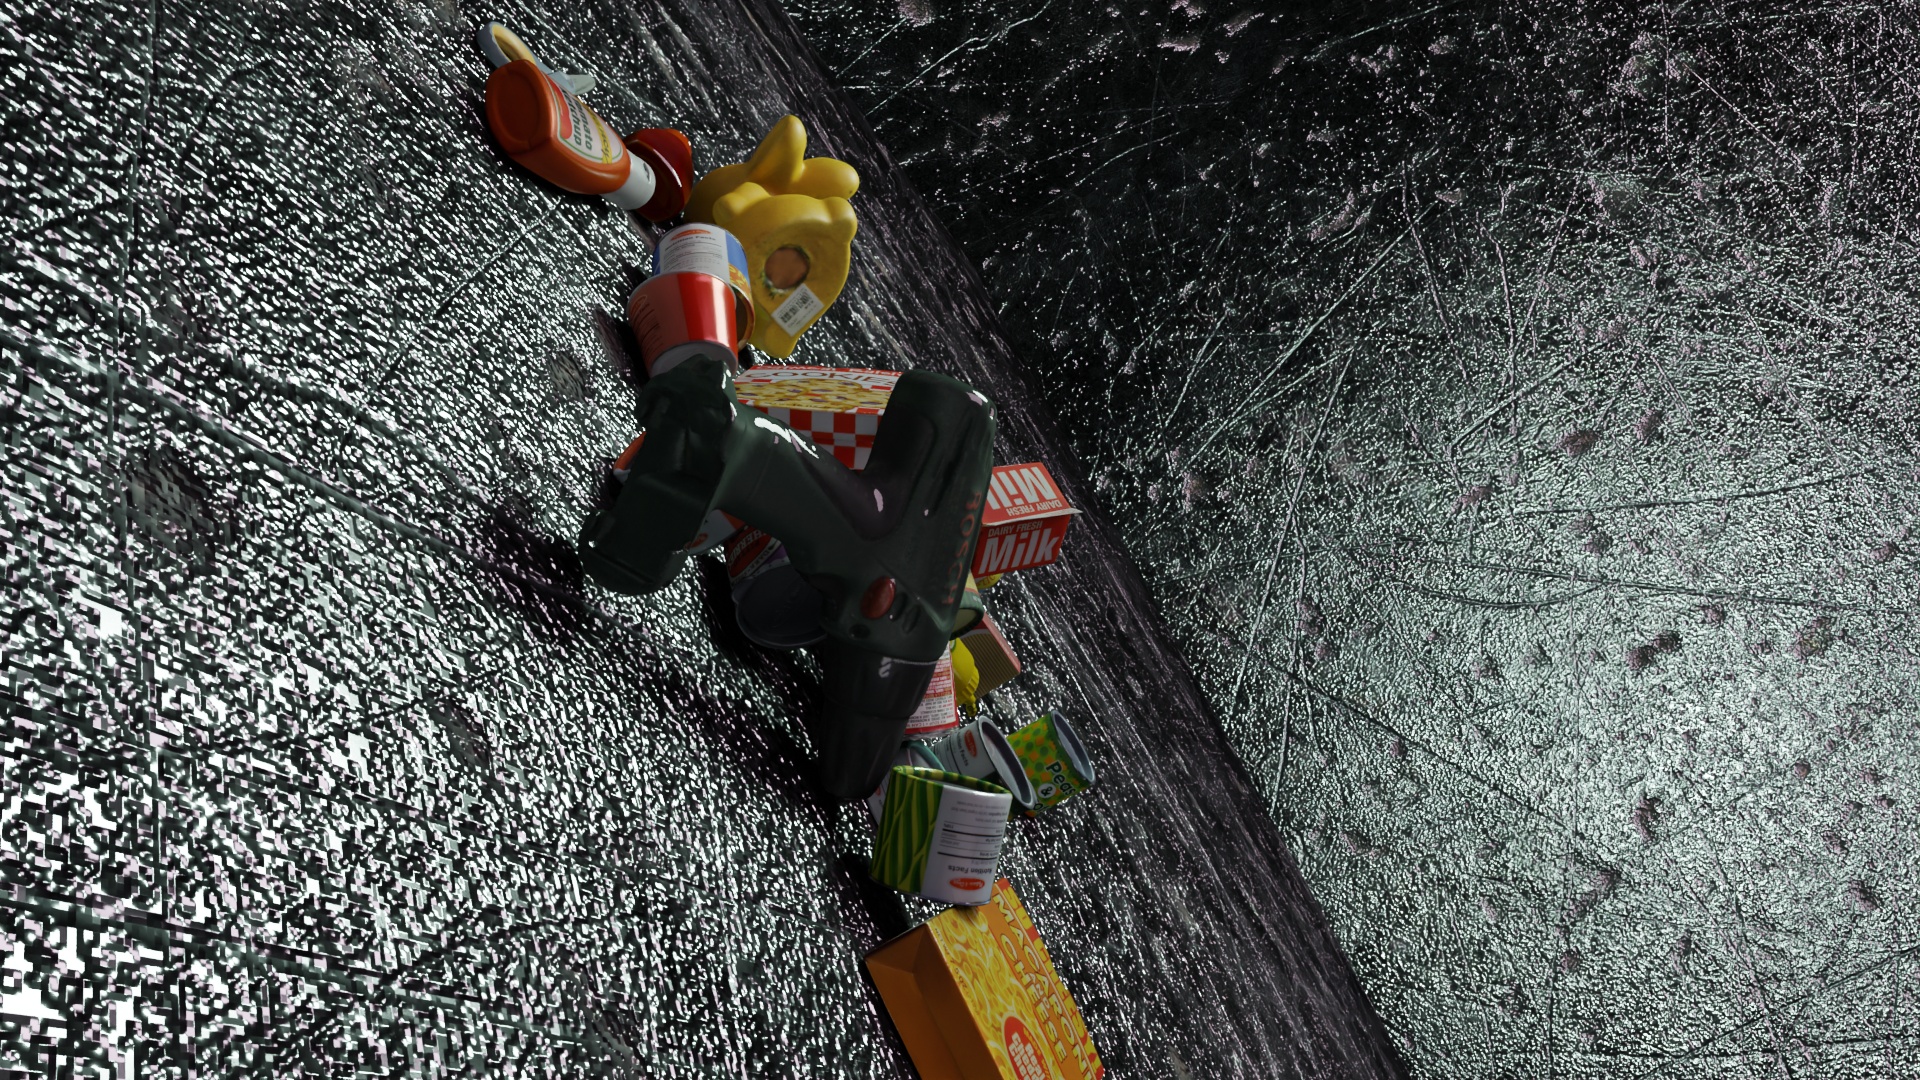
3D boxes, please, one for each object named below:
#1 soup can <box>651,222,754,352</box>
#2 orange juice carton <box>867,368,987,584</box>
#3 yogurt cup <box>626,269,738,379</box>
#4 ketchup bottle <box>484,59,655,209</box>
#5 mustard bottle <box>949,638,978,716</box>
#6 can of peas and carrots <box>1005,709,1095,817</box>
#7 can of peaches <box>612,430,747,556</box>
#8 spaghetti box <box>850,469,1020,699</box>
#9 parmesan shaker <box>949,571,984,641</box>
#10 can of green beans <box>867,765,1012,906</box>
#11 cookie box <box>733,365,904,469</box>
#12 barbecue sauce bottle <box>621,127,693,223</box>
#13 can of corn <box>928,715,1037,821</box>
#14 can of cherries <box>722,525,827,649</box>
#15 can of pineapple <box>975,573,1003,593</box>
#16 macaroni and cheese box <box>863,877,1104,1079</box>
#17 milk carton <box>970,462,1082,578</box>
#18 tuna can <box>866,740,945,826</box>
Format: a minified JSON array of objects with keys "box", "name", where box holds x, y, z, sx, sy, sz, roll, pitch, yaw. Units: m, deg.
[{"box":[-0.174,-0.165,0.940,0.071,0.071,0.084,51,13,-37],"name":"soup can"},{"box":[-0.052,-0.041,1.135,0.192,0.072,0.073,57,10,-9],"name":"orange juice carton"},{"box":[-0.169,-0.126,0.859,0.072,0.072,0.054,43,27,-57],"name":"yogurt cup"},{"box":[-0.249,-0.254,0.902,0.149,0.043,0.065,17,54,-75],"name":"ketchup bottle"},{"box":[-0.027,0.075,0.980,0.159,0.049,0.065,50,15,-37],"name":"mustard bottle"},{"box":[0.066,0.178,1.096,0.071,0.058,0.071,55,11,-17],"name":"can of peas and carrots"},{"box":[-0.138,-0.036,0.730,0.058,0.071,0.071,53,11,-24],"name":"can of peaches"},{"box":[-0.040,0.017,1.088,0.249,0.050,0.029,55,9,-15],"name":"spaghetti box"},{"box":[-0.030,0.013,0.896,0.071,0.071,0.103,37,31,-64],"name":"parmesan shaker"},{"box":[-0.010,0.154,0.729,0.071,0.071,0.058,23,79,-73],"name":"can of green beans"},{"box":[-0.094,-0.086,0.932,0.168,0.123,0.040,-79,173,-75],"name":"cookie box"},{"box":[-0.234,-0.291,1.079,0.064,0.043,0.149,55,10,-23],"name":"barbecue sauce bottle"},{"box":[0.007,0.156,0.882,0.071,0.058,0.071,56,10,-15],"name":"can of corn"},{"box":[-0.098,0.016,0.773,0.071,0.071,0.058,49,14,-43],"name":"can of cherries"},{"box":[0.004,0.009,1.266,0.057,0.071,0.071,50,13,-42],"name":"can of pineapple"},{"box":[0.019,0.250,0.724,0.124,0.040,0.166,62,11,13],"name":"macaroni and cheese box"},{"box":[0.003,-0.012,0.974,0.190,0.072,0.073,-3,-84,60],"name":"milk carton"},{"box":[-0.026,0.152,0.814,0.071,0.033,0.071,55,11,-16],"name":"tuna can"}]
